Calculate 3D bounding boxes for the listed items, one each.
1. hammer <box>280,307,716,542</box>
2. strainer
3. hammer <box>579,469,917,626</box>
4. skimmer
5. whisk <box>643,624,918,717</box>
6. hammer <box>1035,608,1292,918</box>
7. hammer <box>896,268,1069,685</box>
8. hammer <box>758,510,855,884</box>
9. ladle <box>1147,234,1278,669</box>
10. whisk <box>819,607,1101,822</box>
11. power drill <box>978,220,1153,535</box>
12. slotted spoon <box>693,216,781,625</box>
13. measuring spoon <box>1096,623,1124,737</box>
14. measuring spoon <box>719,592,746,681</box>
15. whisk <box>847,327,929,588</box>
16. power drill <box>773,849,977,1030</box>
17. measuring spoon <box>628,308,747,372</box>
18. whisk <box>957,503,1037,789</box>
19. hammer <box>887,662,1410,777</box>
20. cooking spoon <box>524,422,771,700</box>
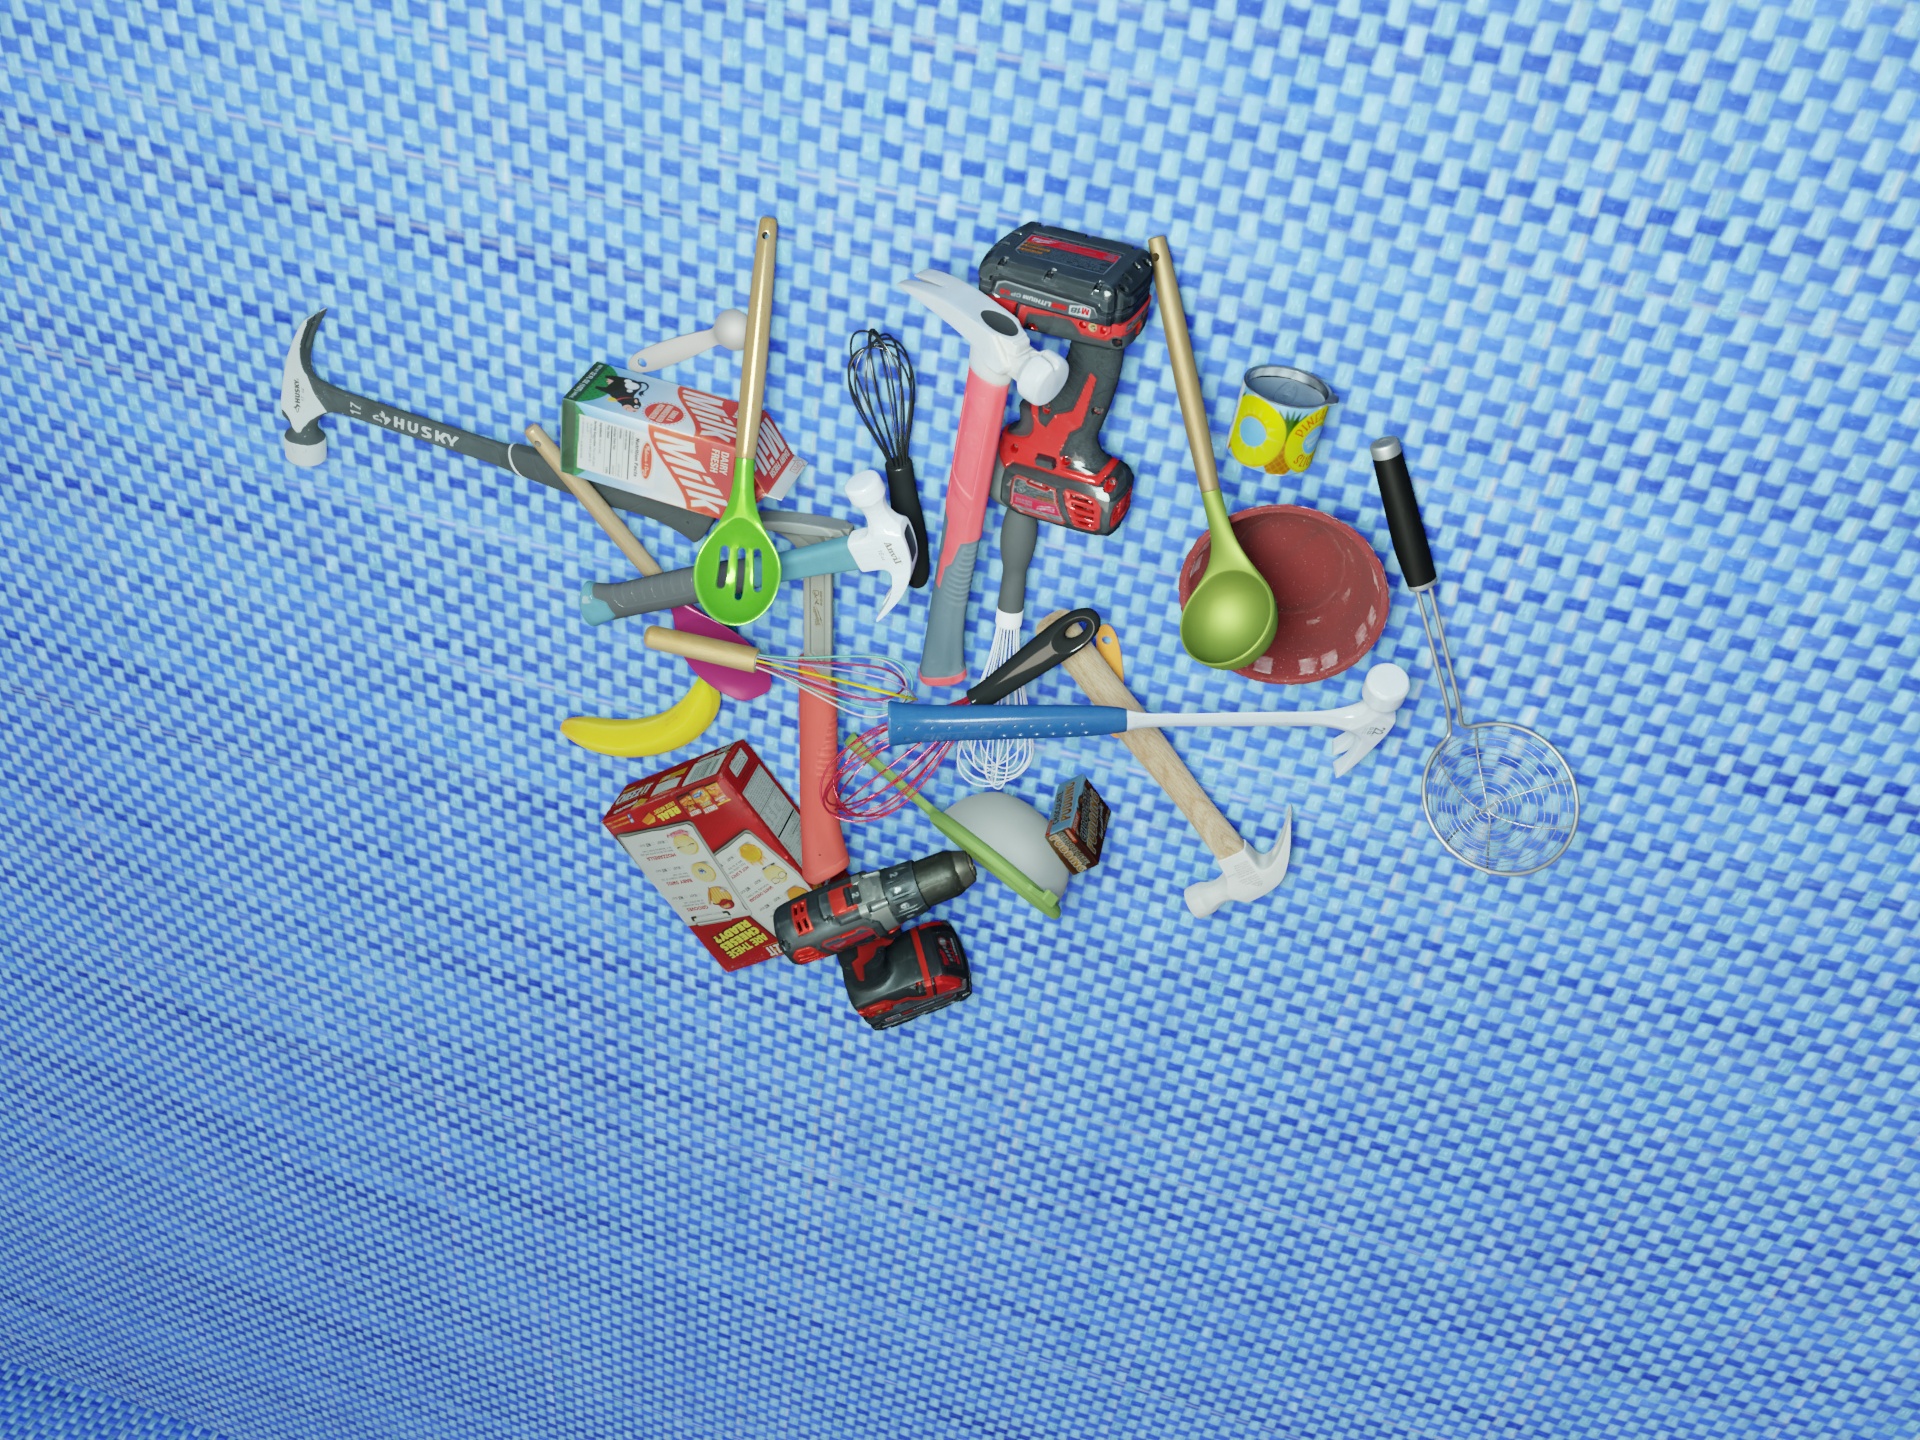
[{"bbox_3d":[-0.402,-0.238,1.386,0.409,0.036,0.149,18,127,4],"label":"hammer"},{"bbox_3d":[0.008,0.078,1.462,0.256,0.151,0.069,39,85,9],"label":"strainer"},{"bbox_3d":[-0.186,-0.123,1.335,0.331,0.033,0.128,-8,132,26],"label":"hammer"},{"bbox_3d":[0.389,-0.047,1.231,0.127,0.090,0.363,-27,115,-8],"label":"skimmer"},{"bbox_3d":[-0.154,-0.048,1.366,0.245,0.047,0.051,13,120,5],"label":"whisk"},{"bbox_3d":[0.176,0.033,1.383,0.130,0.031,0.331,-29,113,26],"label":"hammer"},{"bbox_3d":[-0.008,-0.168,1.257,0.143,0.038,0.386,41,147,21],"label":"hammer"},{"bbox_3d":[-0.137,-0.013,1.431,0.149,0.037,0.358,9,118,11],"label":"hammer"},{"bbox_3d":[0.173,-0.193,1.168,0.078,0.062,0.320,-5,105,37],"label":"ladle"},{"bbox_3d":[-0.002,-0.004,1.338,0.296,0.073,0.073,-36,109,18],"label":"whisk"},{"bbox_3d":[0.066,-0.250,1.196,0.143,0.078,0.219,19,133,18],"label":"power drill"},{"bbox_3d":[-0.163,-0.231,1.243,0.070,0.031,0.313,7,101,1],"label":"slotted spoon"},{"bbox_3d":[0.131,-0.032,1.374,0.021,0.011,0.116,1,125,17],"label":"measuring spoon"},{"bbox_3d":[-0.207,-0.086,1.447,0.042,0.021,0.128,10,136,13],"label":"measuring spoon"},{"bbox_3d":[-0.053,-0.207,1.289,0.055,0.055,0.238,3,130,16],"label":"whisk"},{"bbox_3d":[-0.054,0.200,1.492,0.188,0.080,0.226,-22,148,5],"label":"power drill"},{"bbox_3d":[-0.222,-0.302,1.291,0.124,0.018,0.034,-12,120,26],"label":"measuring spoon"},{"bbox_3d":[0.038,-0.061,1.358,0.070,0.070,0.284,11,122,10],"label":"whisk"},{"bbox_3d":[0.145,0.003,1.287,0.405,0.035,0.144,-1,153,1],"label":"hammer"},{"bbox_3d":[-0.272,-0.133,1.395,0.069,0.017,0.318,-21,123,27],"label":"cooking spoon"}]
